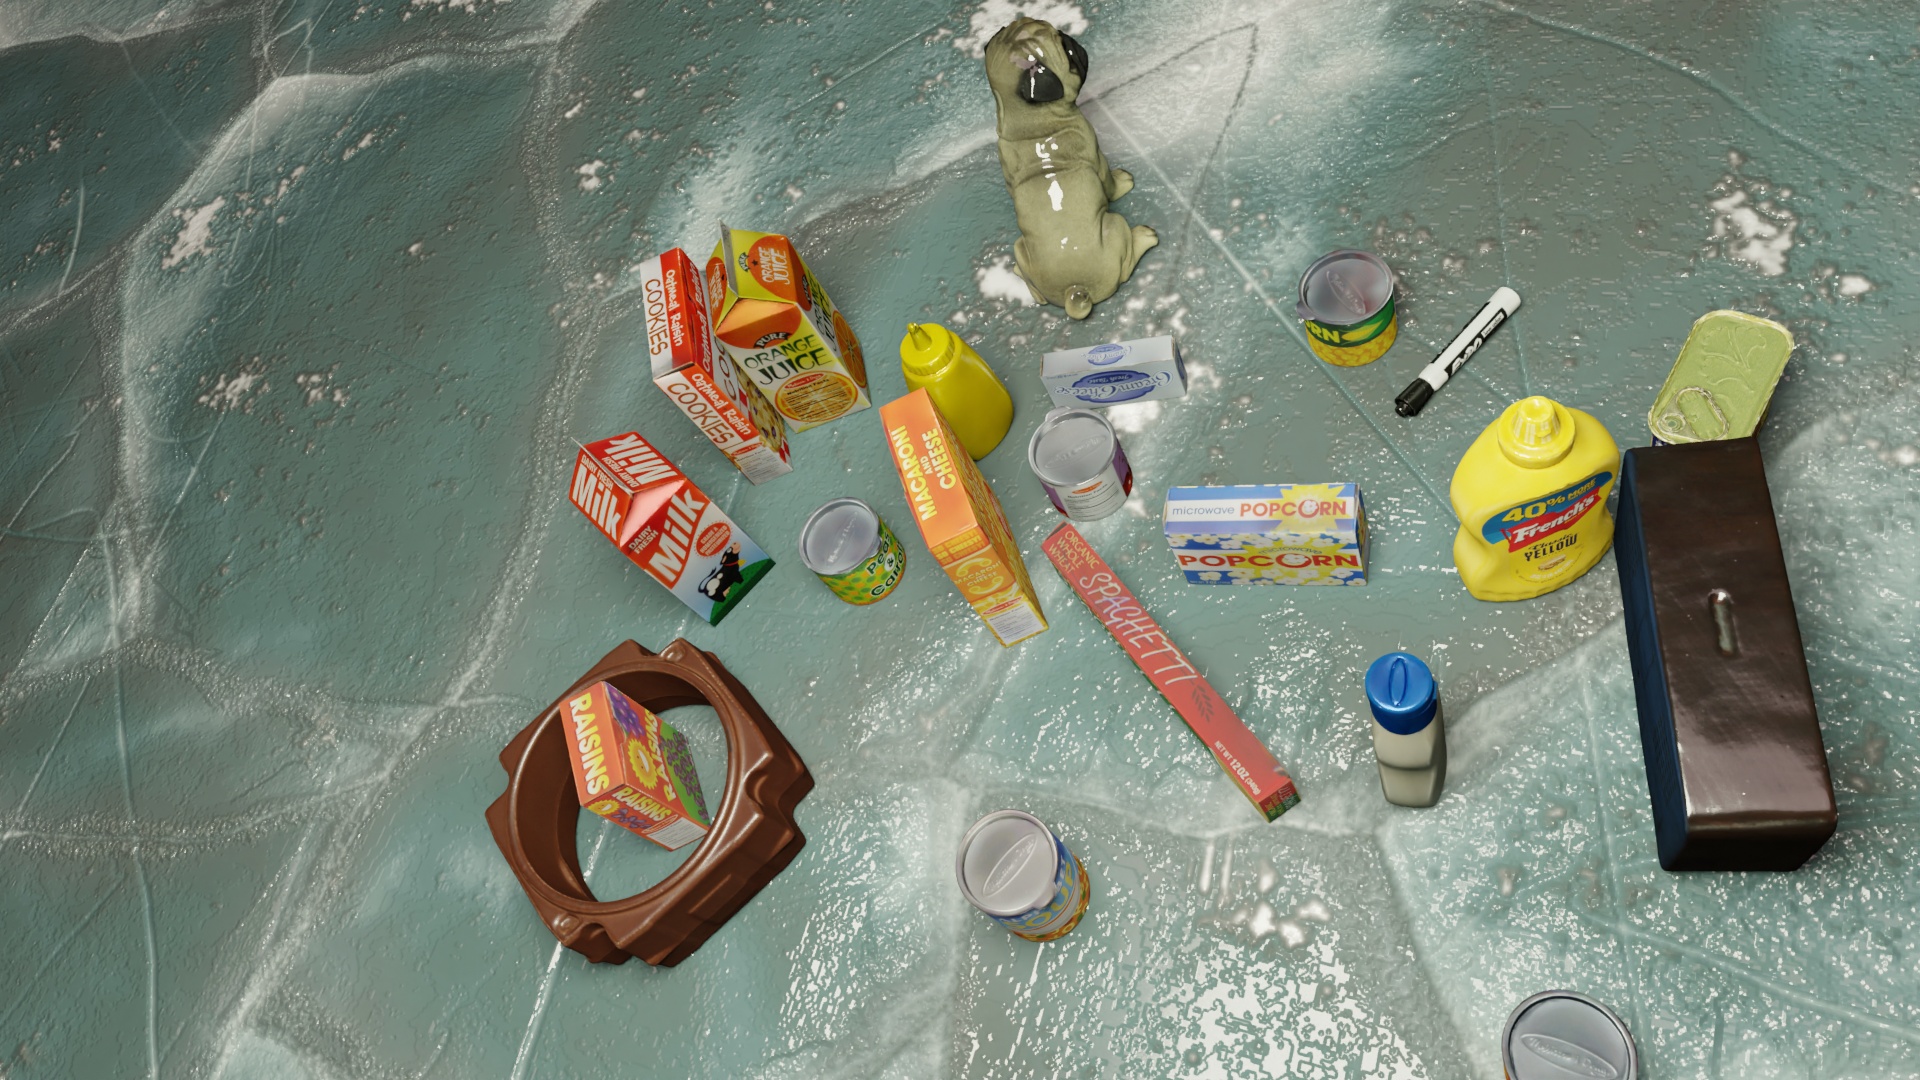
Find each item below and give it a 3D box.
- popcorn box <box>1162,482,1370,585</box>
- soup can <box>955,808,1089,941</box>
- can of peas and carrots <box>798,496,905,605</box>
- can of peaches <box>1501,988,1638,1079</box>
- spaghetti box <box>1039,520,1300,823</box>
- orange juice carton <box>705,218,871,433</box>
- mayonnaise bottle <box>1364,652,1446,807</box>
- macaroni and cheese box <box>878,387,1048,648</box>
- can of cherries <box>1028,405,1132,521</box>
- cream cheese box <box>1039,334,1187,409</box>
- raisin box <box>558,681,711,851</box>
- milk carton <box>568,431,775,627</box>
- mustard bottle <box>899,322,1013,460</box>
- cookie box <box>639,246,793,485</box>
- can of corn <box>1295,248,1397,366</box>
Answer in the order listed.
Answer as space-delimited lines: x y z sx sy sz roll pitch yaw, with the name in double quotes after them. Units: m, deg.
0.208 -0.003 0.939 0.126 0.085 0.038 -1 63 21 "popcorn box"
0.043 0.217 0.885 0.071 0.083 0.071 -9 60 17 "soup can"
-0.080 0.009 1.062 0.071 0.058 0.071 -9 60 17 "can of peas and carrots"
0.327 0.284 0.752 0.071 0.058 0.071 -9 60 17 "can of peaches"
0.137 0.084 0.941 0.029 0.050 0.251 -38 56 -1 "spaghetti box"
-0.143 -0.171 1.105 0.073 0.192 0.072 -19 58 12 "orange juice carton"
0.263 0.109 0.819 0.041 0.147 0.065 2 64 23 "mayonnaise bottle"
0.003 -0.012 0.976 0.040 0.166 0.124 -25 57 7 "macaroni and cheese box"
0.090 -0.058 1.032 0.071 0.058 0.072 -9 60 17 "can of cherries"
0.118 -0.127 1.061 0.104 0.053 0.024 -6 61 18 "cream cheese box"
-0.232 0.164 0.998 0.040 0.123 0.086 -27 57 6 "raisin box"
-0.225 -0.015 1.053 0.073 0.190 0.072 -47 57 -7 "milk carton"
-0.009 -0.121 1.044 0.049 0.159 0.065 33 79 32 "mustard bottle"
-0.195 -0.138 1.122 0.040 0.167 0.123 -21 58 10 "cookie box"
0.282 -0.168 1.016 0.071 0.058 0.071 -9 60 17 "can of corn"
